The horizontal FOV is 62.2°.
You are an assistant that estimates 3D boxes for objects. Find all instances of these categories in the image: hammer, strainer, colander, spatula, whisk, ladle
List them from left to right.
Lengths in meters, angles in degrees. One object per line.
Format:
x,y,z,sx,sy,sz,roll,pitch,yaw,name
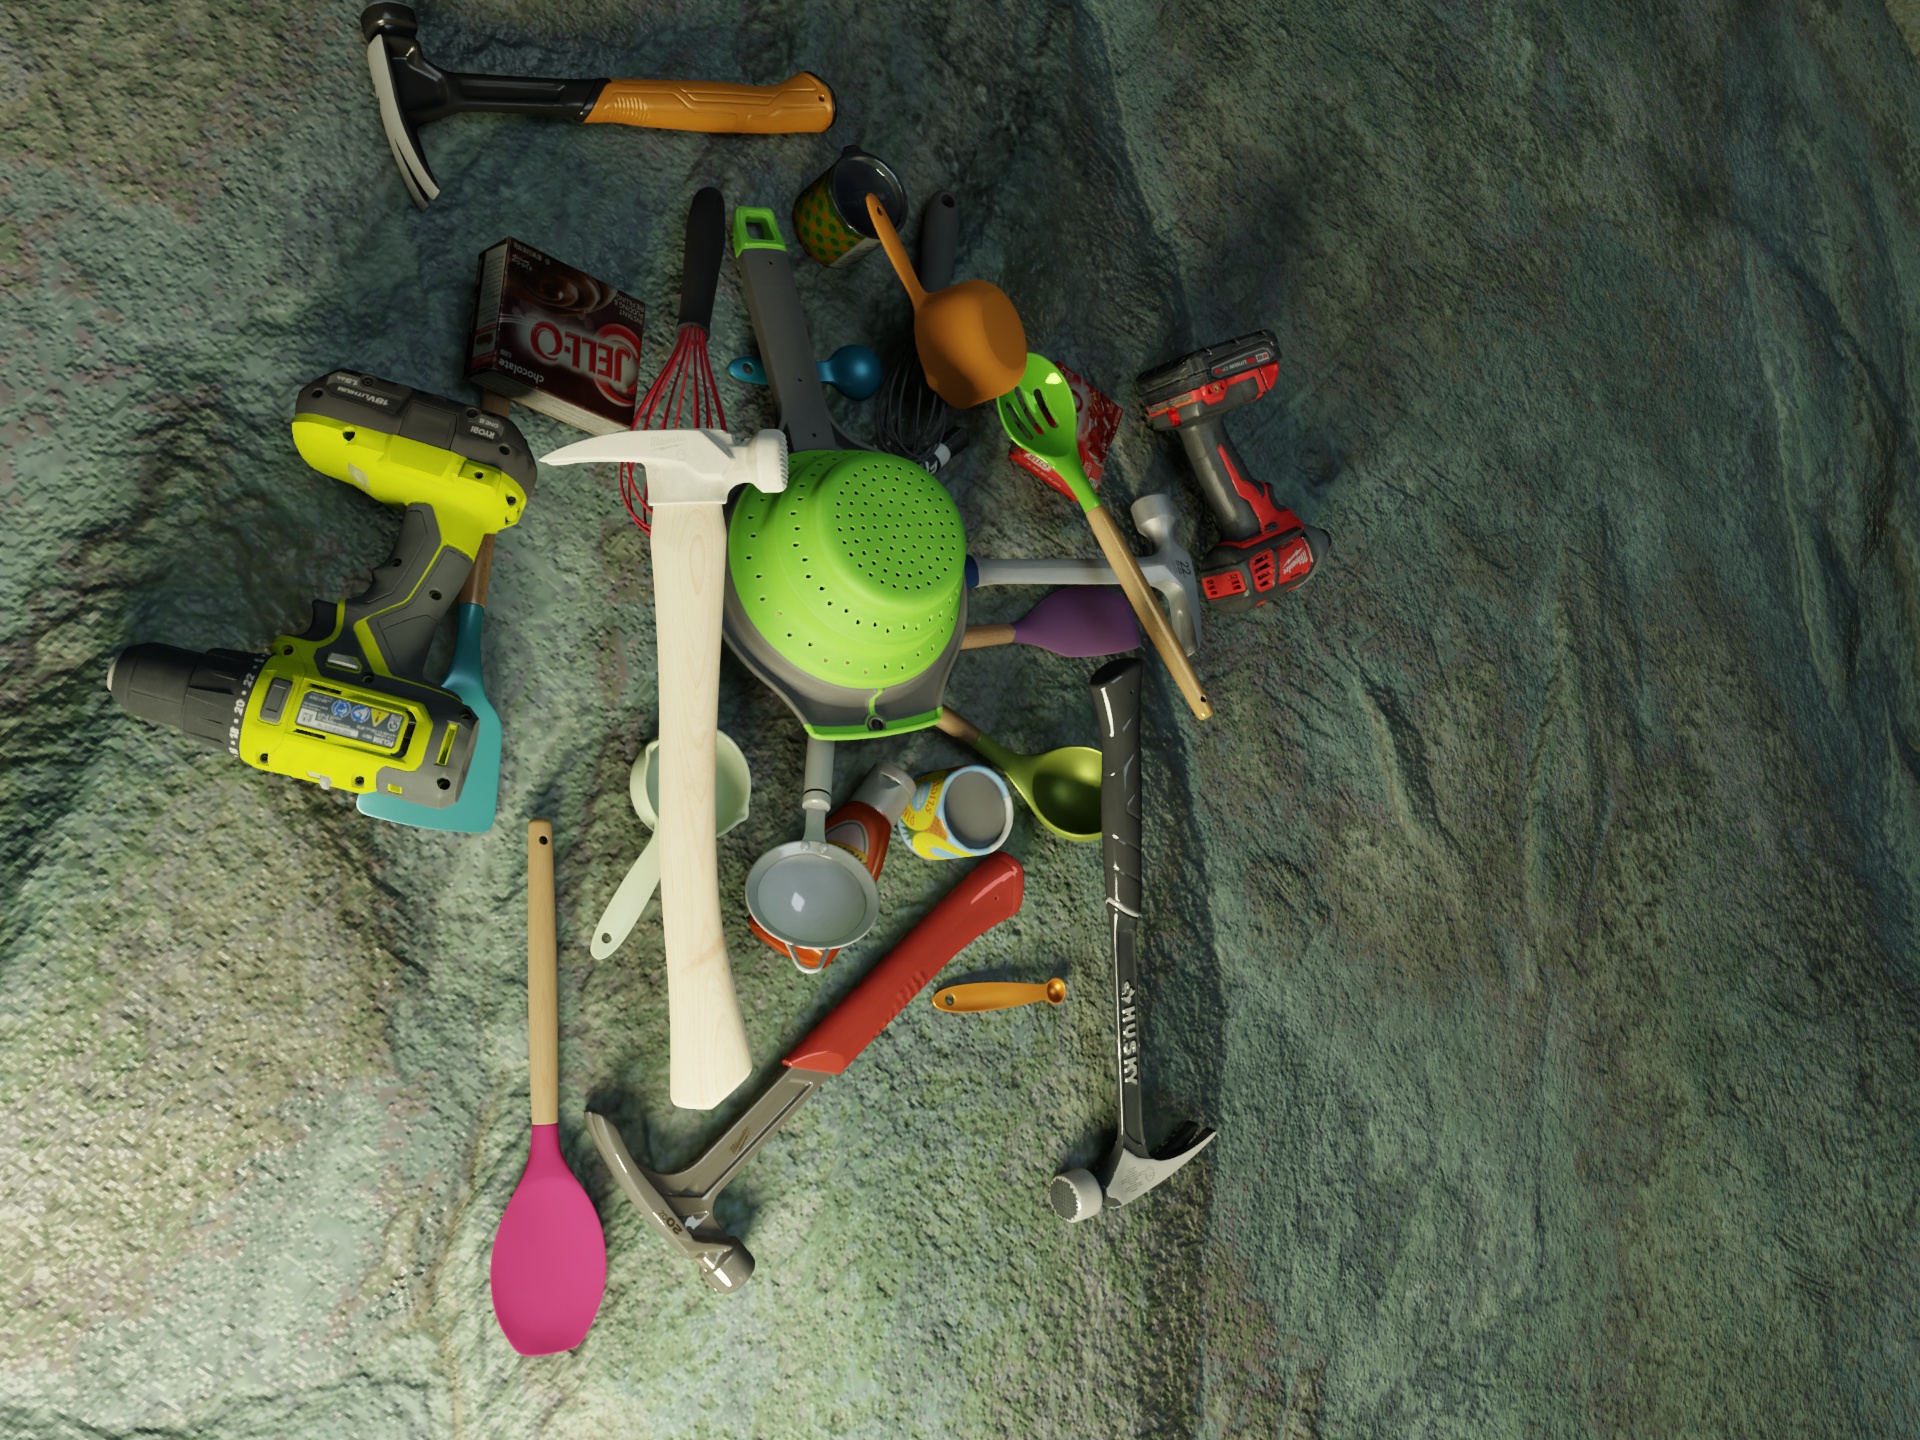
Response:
-0.306,-0.092,0.986,0.082,0.044,0.318,13,70,-32,spatula
-0.228,-0.417,1.090,0.336,0.034,0.127,-14,89,-36,hammer
-0.175,0.031,0.968,0.146,0.038,0.410,-1,93,1,hammer
-0.181,-0.242,1.060,0.073,0.073,0.296,19,58,-31,whisk
-0.095,0.062,1.059,0.087,0.050,0.259,8,53,-10,strainer
-0.084,-0.189,1.078,0.204,0.094,0.397,-8,77,-33,colander
-0.082,0.203,1.081,0.359,0.037,0.149,-43,106,-32,hammer
-0.027,-0.304,1.208,0.055,0.055,0.239,20,66,-31,whisk
-0.002,-0.004,1.150,0.320,0.062,0.078,33,55,-29,ladle
0.016,-0.067,1.209,0.315,0.018,0.060,-9,79,-37,spatula
0.020,-0.107,1.195,0.405,0.035,0.144,-4,69,-33,hammer
0.126,0.158,1.182,0.149,0.036,0.409,-8,99,-37,hammer

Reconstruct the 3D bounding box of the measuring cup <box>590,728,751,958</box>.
-0.198,0.079,1.022,0.083,0.038,0.168,38,64,-24,measuring cup

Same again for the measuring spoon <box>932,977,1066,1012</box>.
0.028,0.203,1.176,0.116,0.011,0.021,1,81,-31,measuring spoon

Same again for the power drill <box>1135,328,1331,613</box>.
0.245,-0.212,1.363,0.143,0.078,0.219,-24,98,-35,power drill

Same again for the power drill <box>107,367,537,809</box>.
-0.352,-0.076,0.904,0.190,0.080,0.229,16,72,-11,power drill

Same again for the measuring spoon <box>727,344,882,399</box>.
-0.108,-0.256,1.152,0.128,0.021,0.042,-8,86,-37,measuring spoon

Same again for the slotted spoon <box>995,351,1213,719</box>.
0.113,-0.139,1.225,0.070,0.031,0.314,-28,89,-26,slotted spoon

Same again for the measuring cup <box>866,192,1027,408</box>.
-0.008,-0.309,1.147,0.173,0.052,0.095,58,37,-31,measuring cup

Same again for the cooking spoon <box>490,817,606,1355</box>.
-0.253,0.219,0.968,0.068,0.017,0.319,1,81,-26,cooking spoon
